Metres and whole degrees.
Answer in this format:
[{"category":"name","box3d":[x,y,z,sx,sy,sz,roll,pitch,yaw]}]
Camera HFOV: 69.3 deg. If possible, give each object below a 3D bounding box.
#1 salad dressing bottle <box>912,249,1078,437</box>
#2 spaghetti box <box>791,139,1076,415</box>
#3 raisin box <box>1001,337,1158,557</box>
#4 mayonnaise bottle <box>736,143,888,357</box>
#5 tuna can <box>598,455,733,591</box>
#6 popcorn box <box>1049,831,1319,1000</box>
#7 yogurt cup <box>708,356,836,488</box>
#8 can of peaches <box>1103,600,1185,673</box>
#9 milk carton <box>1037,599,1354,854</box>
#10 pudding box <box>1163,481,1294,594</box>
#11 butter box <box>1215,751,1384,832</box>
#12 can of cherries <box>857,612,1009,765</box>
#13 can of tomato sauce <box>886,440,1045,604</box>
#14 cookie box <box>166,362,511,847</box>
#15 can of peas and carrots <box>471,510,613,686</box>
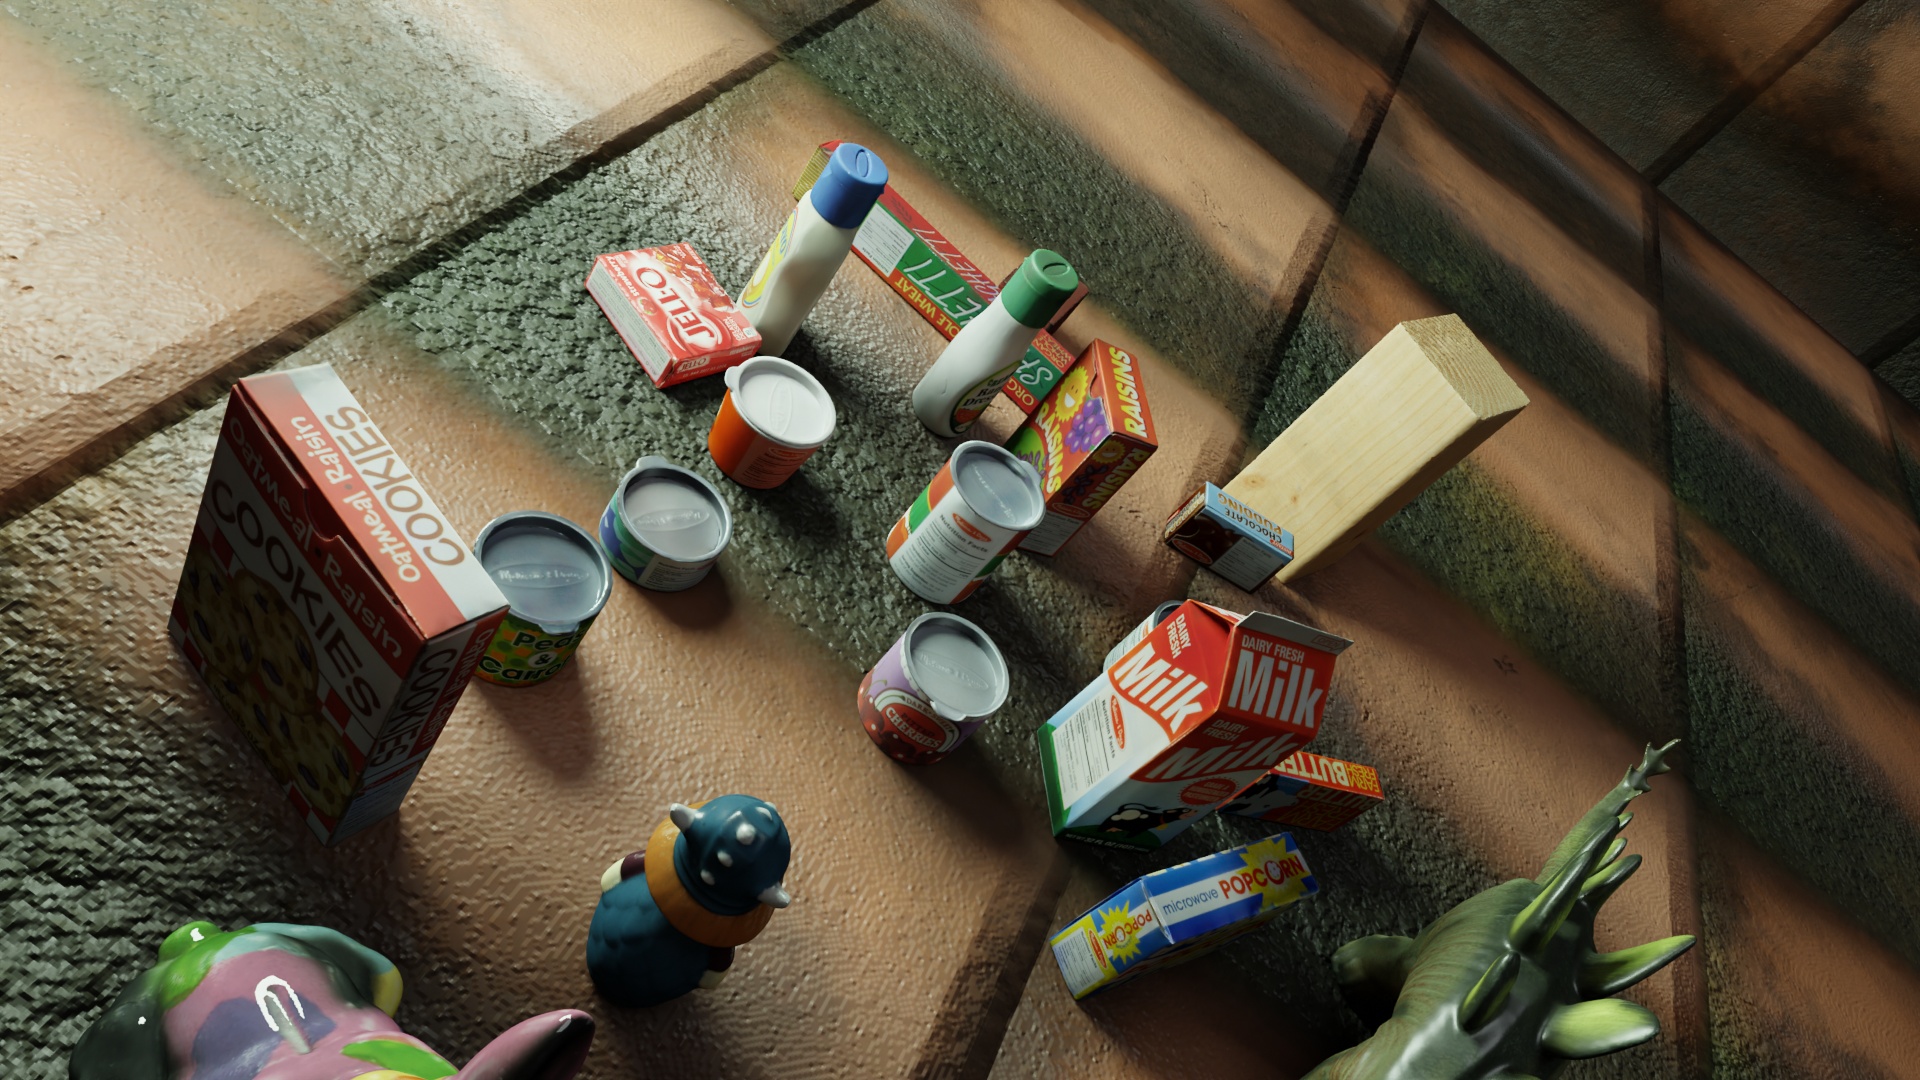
[{"category":"salad dressing bottle","box3d":[0.022,-0.130,0.923,0.064,0.147,0.044,-24,72,-47]},{"category":"spaghetti box","box3d":[-0.018,-0.192,1.022,0.250,0.050,0.029,43,40,2]},{"category":"raisin box","box3d":[0.074,-0.060,0.920,0.040,0.122,0.086,18,46,-26]},{"category":"mayonnaise bottle","box3d":[-0.096,-0.184,0.878,0.041,0.147,0.065,21,44,-23]},{"category":"tuna can","box3d":[-0.162,-0.009,0.759,0.071,0.032,0.071,21,44,-22]},{"category":"popcorn box","box3d":[0.122,0.203,0.753,0.127,0.084,0.038,-4,58,-40]},{"category":"yogurt cup","box3d":[-0.116,-0.068,0.831,0.072,0.053,0.073,21,44,-22]},{"category":"can of peaches","box3d":[0.136,0.083,0.892,0.071,0.057,0.071,21,44,-22]},{"category":"milk carton","box3d":[0.127,0.097,0.769,0.072,0.189,0.074,16,46,-27]},{"category":"pudding box","box3d":[0.198,-0.001,1.022,0.083,0.049,0.030,29,42,-14]},{"category":"butter box","box3d":[0.216,0.159,0.890,0.103,0.053,0.024,15,47,-28]},{"category":"can of cherries","box3d":[-0.017,0.084,0.770,0.071,0.058,0.072,21,44,-22]},{"category":"can of tomato sauce","box3d":[0.003,-0.011,0.851,0.071,0.082,0.071,22,44,-22]},{"category":"cookie box","box3d":[-0.252,0.030,0.549,0.123,0.166,0.040,50,41,10]},{"category":"can of peas and carrots","box3d":[-0.208,0.031,0.668,0.071,0.058,0.071,21,44,-22]}]
